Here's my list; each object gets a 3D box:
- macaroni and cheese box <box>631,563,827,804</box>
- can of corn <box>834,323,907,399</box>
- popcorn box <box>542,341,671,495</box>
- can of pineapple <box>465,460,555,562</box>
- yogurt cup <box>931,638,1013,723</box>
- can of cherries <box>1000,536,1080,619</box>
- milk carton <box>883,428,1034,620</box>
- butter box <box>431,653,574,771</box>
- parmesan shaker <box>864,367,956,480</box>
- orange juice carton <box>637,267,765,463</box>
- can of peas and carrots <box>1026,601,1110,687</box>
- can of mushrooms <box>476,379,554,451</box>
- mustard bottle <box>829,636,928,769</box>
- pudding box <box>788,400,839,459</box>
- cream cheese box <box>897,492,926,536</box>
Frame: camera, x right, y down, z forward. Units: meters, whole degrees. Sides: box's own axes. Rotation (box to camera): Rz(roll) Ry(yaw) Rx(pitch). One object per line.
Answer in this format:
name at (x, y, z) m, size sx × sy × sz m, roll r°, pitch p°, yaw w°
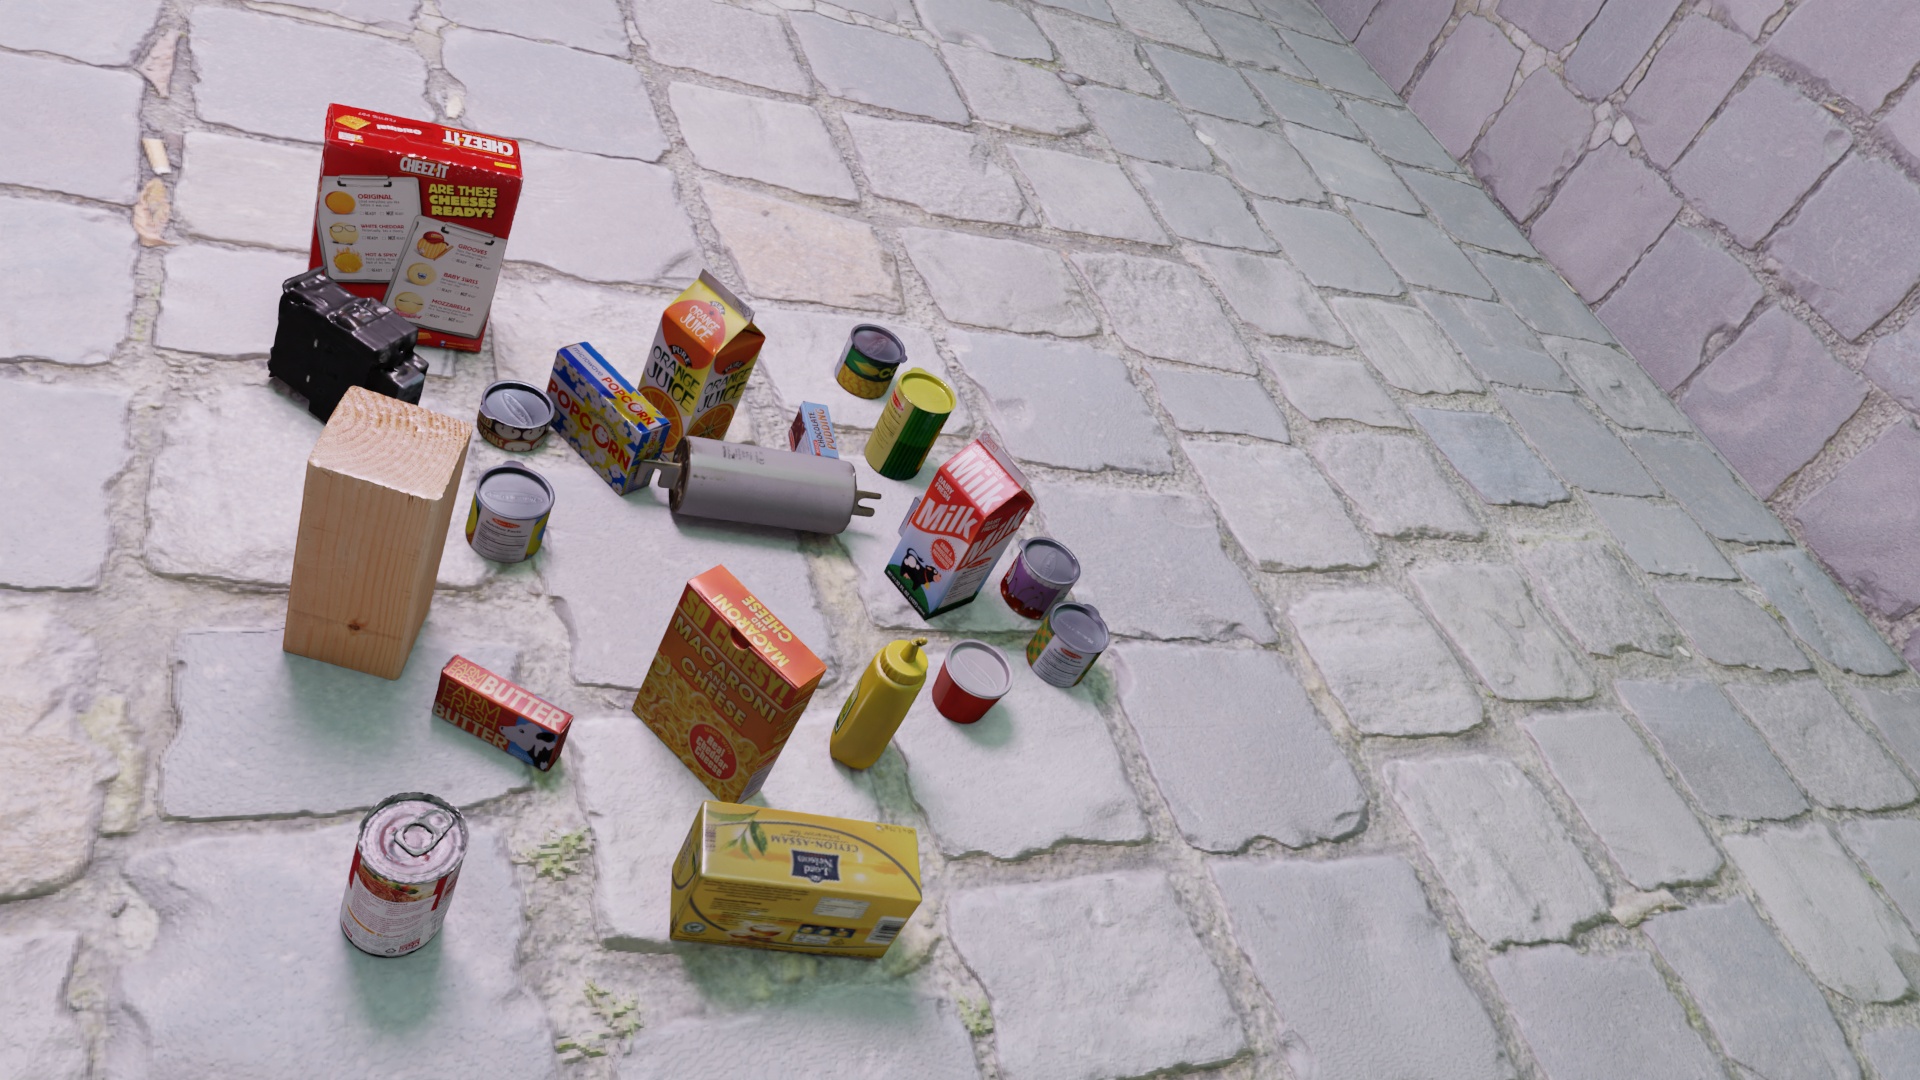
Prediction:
macaroni and cheese box at (-0.186, 0.118, 1.098) m, size 0.124 × 0.165 × 0.040 m, roll 42°, pitch 40°, yaw 14°
can of corn at (-0.102, -0.202, 1.577) m, size 0.071 × 0.058 × 0.071 m, roll 18°, pitch 41°, yaw -16°
popcorn box at (-0.338, -0.116, 1.316) m, size 0.127 × 0.084 × 0.038 m, roll 43°, pitch 40°, yaw 15°
can of pineapple at (-0.391, -0.024, 1.207) m, size 0.071 × 0.057 × 0.071 m, roll 18°, pitch 41°, yaw -16°
yogurt cup at (0.008, 0.134, 1.293) m, size 0.072 × 0.053 × 0.073 m, roll 18°, pitch 41°, yaw -16°
can of cherries at (0.080, 0.038, 1.437) m, size 0.071 × 0.058 × 0.072 m, roll 18°, pitch 41°, yaw -16°
milk carton at (0.005, -0.017, 1.343) m, size 0.074 × 0.189 × 0.072 m, roll -19°, pitch 60°, yaw -43°
butter box at (-0.353, 0.133, 1.067) m, size 0.103 × 0.052 × 0.024 m, roll 29°, pitch 39°, yaw -2°
parmesan shaker at (-0.055, -0.124, 1.489) m, size 0.071 × 0.102 × 0.072 m, roll 18°, pitch 41°, yaw -16°
orange juice carton at (-0.252, -0.169, 1.341) m, size 0.072 × 0.191 × 0.073 m, roll 42°, pitch 40°, yaw 14°
can of peas and carrots at (0.107, 0.102, 1.385) m, size 0.071 × 0.058 × 0.071 m, roll 18°, pitch 41°, yaw -16°
can of mushrooms at (-0.421, -0.117, 1.306) m, size 0.071 × 0.033 × 0.071 m, roll 18°, pitch 41°, yaw -16°
mustard bottle at (-0.063, 0.127, 1.171) m, size 0.049 × 0.159 × 0.066 m, roll 25°, pitch 39°, yaw -7°
pudding box at (-0.153, -0.099, 1.442) m, size 0.030 × 0.049 × 0.084 m, roll 7°, pitch 44°, yaw -26°
cream cheese box at (-0.016, -0.033, 1.455) m, size 0.104 × 0.053 × 0.024 m, roll -22°, pitch 62°, yaw -45°
